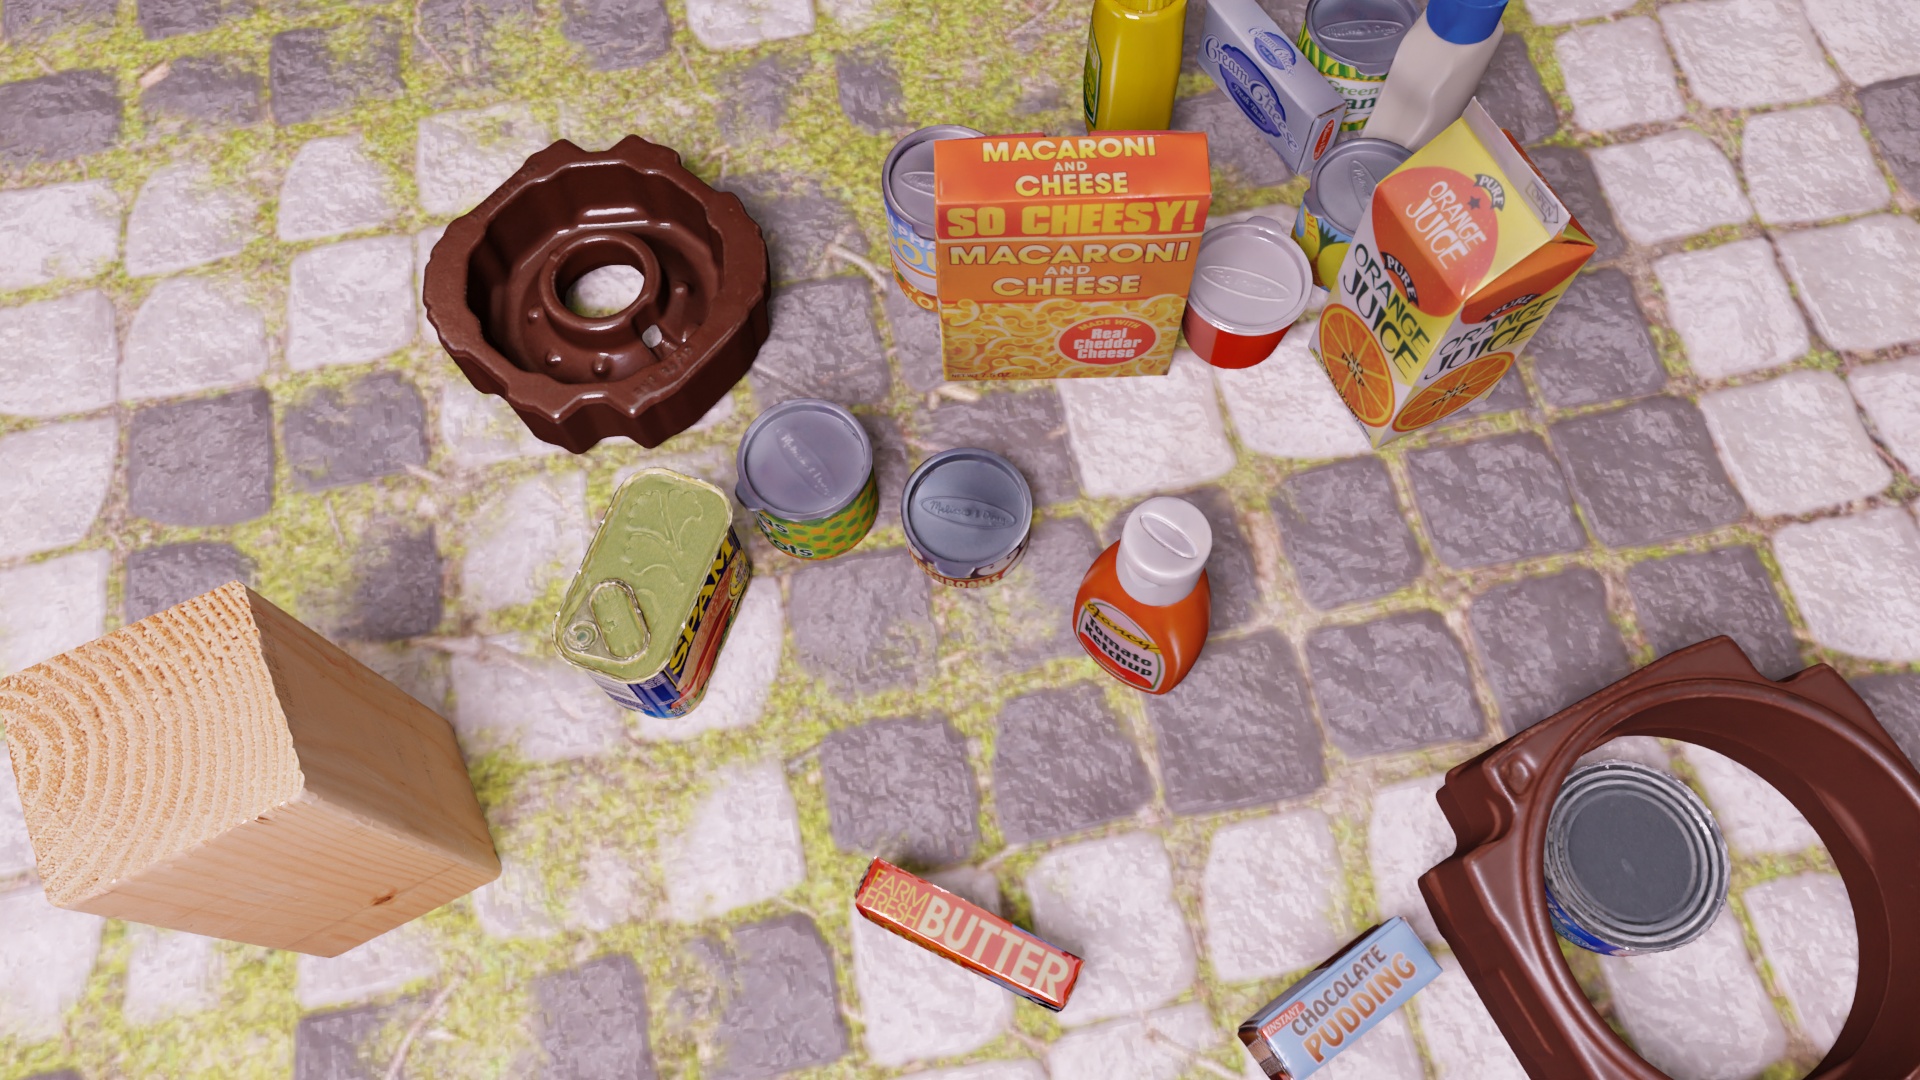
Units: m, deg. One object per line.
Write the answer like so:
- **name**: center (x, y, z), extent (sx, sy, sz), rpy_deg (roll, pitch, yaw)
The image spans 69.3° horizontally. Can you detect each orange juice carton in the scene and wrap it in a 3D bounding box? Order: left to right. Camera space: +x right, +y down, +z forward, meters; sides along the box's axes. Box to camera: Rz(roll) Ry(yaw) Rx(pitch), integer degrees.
- **orange juice carton**: center (0.234, -0.125, 0.665), extent (0.073, 0.192, 0.072), rpy_deg (-23, 70, -8)

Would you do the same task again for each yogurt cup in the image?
- **yogurt cup**: center (0.149, -0.127, 0.742), extent (0.072, 0.053, 0.072), rpy_deg (0, 68, 1)

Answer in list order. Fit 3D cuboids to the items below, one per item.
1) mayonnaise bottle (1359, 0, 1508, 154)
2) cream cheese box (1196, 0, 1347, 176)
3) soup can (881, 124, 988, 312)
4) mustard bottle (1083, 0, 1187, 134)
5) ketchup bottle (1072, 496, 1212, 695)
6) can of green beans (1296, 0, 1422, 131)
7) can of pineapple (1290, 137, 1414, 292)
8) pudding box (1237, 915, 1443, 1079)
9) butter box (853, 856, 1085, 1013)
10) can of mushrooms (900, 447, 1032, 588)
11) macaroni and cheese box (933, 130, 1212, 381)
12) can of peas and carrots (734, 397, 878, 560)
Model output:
- **mayonnaise bottle**: center (0.255, -0.253, 0.741), extent (0.065, 0.147, 0.041), rpy_deg (-39, 73, -13)
- **cream cheese box**: center (0.176, -0.264, 0.797), extent (0.024, 0.053, 0.104), rpy_deg (-30, 71, -10)
- **soup can**: center (-0.008, -0.168, 0.744), extent (0.071, 0.083, 0.071), rpy_deg (0, 68, 1)
- **mustard bottle**: center (0.094, -0.273, 0.744), extent (0.049, 0.159, 0.065), rpy_deg (-6, 68, -1)
- **ketchup bottle**: center (0.085, 0.024, 0.630), extent (0.065, 0.148, 0.044), rpy_deg (37, 73, 14)
- **can of green beans**: center (0.226, -0.280, 0.801), extent (0.071, 0.057, 0.071), rpy_deg (0, 68, 1)
- **can of pineapple**: center (0.216, -0.176, 0.758), extent (0.071, 0.057, 0.071), rpy_deg (0, 68, 1)
- **pudding box**: center (0.165, 0.202, 0.609), extent (0.084, 0.049, 0.030), rpy_deg (-33, 71, -12)
- **butter box**: center (0.003, 0.177, 0.620), extent (0.103, 0.053, 0.024), rpy_deg (24, 71, 10)
- **can of mushrooms**: center (0.003, -0.009, 0.706), extent (0.071, 0.033, 0.071), rpy_deg (0, 68, 1)
- **macaroni and cheese box**: center (0.050, -0.135, 0.686), extent (0.124, 0.166, 0.040), rpy_deg (-2, 68, 0)
- **can of peas and carrots**: center (-0.077, -0.028, 0.702), extent (0.071, 0.058, 0.071), rpy_deg (0, 68, 1)
